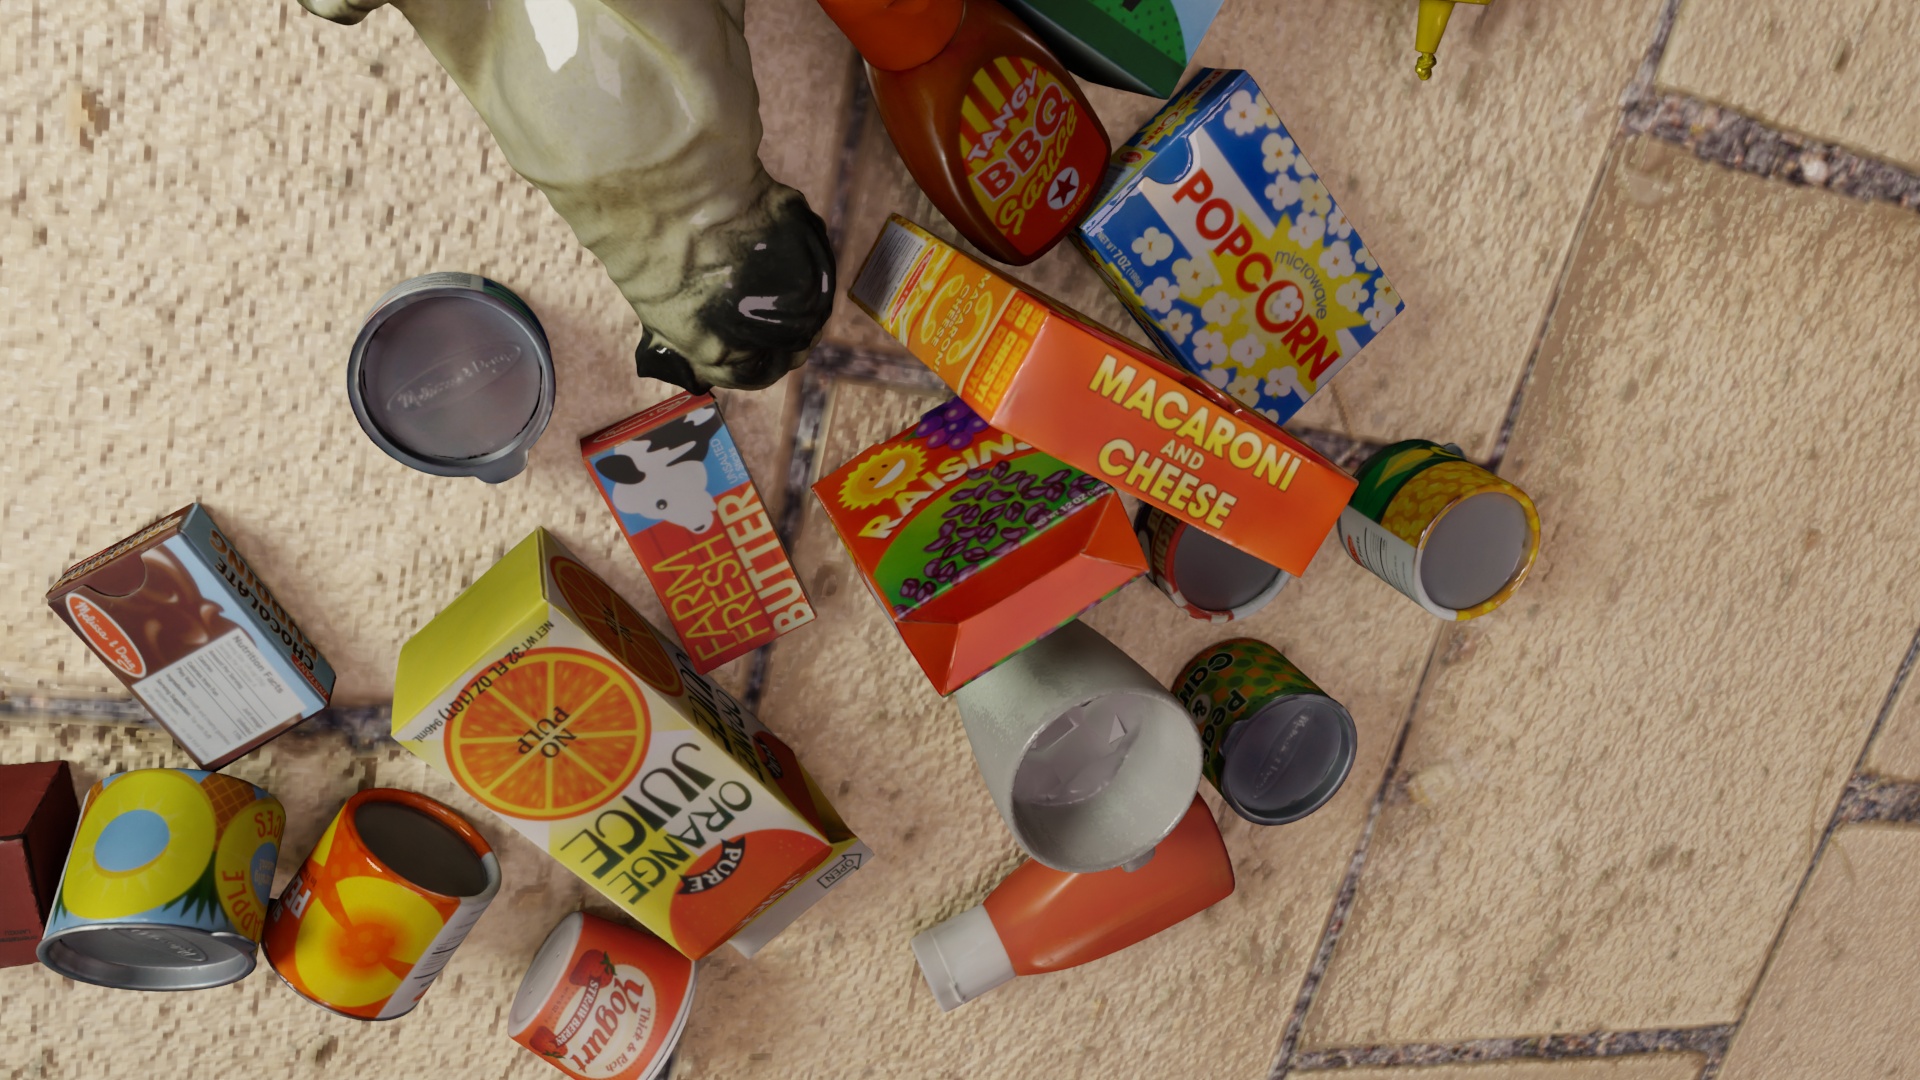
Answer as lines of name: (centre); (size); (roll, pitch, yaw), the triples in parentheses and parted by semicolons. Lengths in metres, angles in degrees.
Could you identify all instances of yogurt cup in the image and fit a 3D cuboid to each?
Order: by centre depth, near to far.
yogurt cup: (-0.148, 0.189, 0.571); (0.054, 0.072, 0.072); (34, 98, -19)

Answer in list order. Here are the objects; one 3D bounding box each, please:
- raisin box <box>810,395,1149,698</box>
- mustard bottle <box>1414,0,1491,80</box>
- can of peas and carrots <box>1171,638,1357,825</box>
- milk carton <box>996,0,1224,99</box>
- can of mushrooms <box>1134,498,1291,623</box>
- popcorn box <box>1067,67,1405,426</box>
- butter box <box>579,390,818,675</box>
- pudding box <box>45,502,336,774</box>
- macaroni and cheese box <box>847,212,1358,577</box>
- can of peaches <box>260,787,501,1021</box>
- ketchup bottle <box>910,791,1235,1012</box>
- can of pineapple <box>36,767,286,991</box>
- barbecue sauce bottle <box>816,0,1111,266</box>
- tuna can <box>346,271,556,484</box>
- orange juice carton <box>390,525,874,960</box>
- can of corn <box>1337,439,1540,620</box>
raisin box: (0.002, -0.006, 0.508); (0.086, 0.124, 0.040); (-31, 120, -4)
mustard bottle: (0.188, -0.250, 0.507); (0.049, 0.065, 0.159); (-4, 116, -22)
can of peas and carrots: (0.133, 0.085, 0.627); (0.071, 0.059, 0.070); (-7, 113, -16)
milk carton: (0.077, -0.253, 0.462); (0.073, 0.072, 0.190); (25, 101, -26)
can of mushrooms: (0.109, -0.001, 0.599); (0.071, 0.033, 0.070); (-7, 114, -16)
popcorn box: (0.108, -0.110, 0.551); (0.085, 0.038, 0.126); (-43, 118, 3)
butter box: (-0.098, -0.003, 0.531); (0.053, 0.024, 0.103); (-26, 117, -8)
pudding box: (-0.265, 0.034, 0.485); (0.050, 0.030, 0.083); (-30, 118, -4)
macaroni and cheese box: (0.040, -0.056, 0.476); (0.124, 0.167, 0.040); (24, 102, -26)
can of peaches: (-0.218, 0.134, 0.522); (0.071, 0.071, 0.058); (34, 98, -27)
ketchup bottle: (0.051, 0.168, 0.642); (0.149, 0.043, 0.064); (-25, 116, -8)
can of pineapple: (-0.275, 0.119, 0.487); (0.071, 0.058, 0.070); (-4, 145, -3)
barbecue sauce bottle: (0.000, -0.149, 0.455); (0.065, 0.044, 0.148); (-53, 150, 2)
tuna can: (-0.173, -0.056, 0.479); (0.071, 0.033, 0.070); (-7, 113, -16)
orange juice carton: (-0.118, 0.091, 0.535); (0.072, 0.073, 0.192); (-41, 119, 1)
can of corn: (0.214, -0.007, 0.618); (0.071, 0.058, 0.071); (-7, 114, -16)
